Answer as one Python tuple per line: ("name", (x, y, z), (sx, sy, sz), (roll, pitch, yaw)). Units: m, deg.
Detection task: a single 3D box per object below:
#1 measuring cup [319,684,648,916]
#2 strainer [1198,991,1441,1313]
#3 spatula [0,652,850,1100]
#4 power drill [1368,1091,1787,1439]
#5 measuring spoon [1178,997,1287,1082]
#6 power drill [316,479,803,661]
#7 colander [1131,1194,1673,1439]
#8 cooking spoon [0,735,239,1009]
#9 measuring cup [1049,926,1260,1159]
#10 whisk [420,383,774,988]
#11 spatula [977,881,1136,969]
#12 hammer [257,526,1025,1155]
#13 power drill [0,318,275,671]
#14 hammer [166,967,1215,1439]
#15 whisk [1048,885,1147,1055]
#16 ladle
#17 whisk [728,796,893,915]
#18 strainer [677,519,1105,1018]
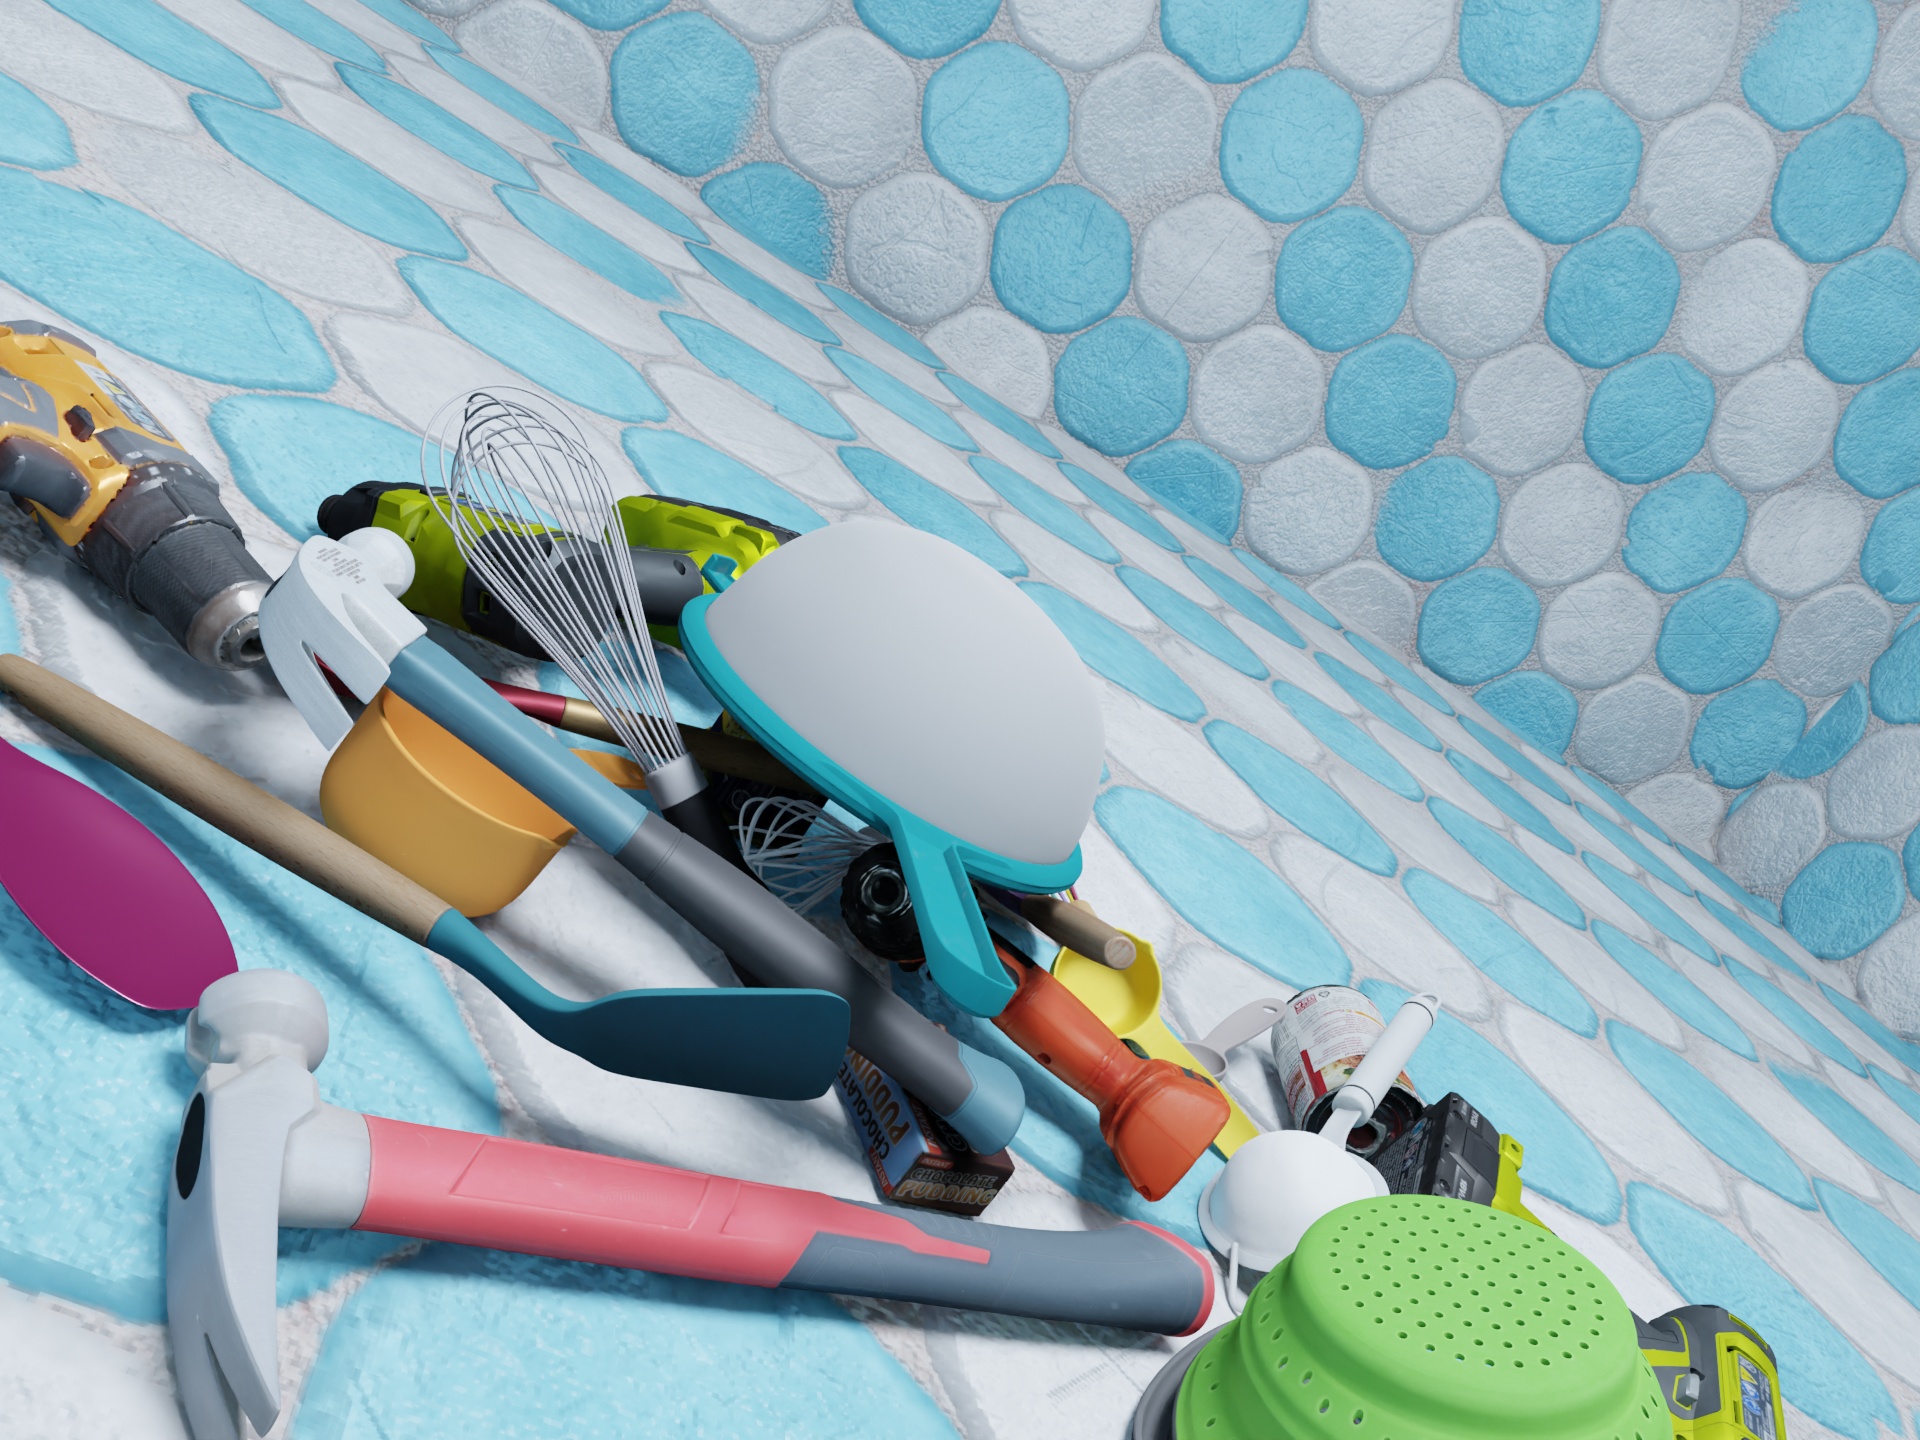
("measuring cup", (-0.178, 0.035, 0.629), (0.095, 0.052, 0.173), (44, 9, 16))
("strainer", (0.186, 0.190, 0.773), (0.087, 0.050, 0.258), (2, 19, 35))
("spatula", (-0.186, 0.049, 0.526), (0.317, 0.082, 0.044), (28, 54, 8))
("power drill", (0.290, 0.302, 0.746), (0.228, 0.080, 0.190), (40, 28, 5))
("measuring spoon", (0.148, 0.177, 0.870), (0.034, 0.018, 0.124), (22, 21, 31))
("power drill", (-0.193, -0.078, 0.804), (0.171, 0.080, 0.223), (20, 11, 29))
("colander", (0.130, 0.247, 0.466), (0.204, 0.094, 0.397), (10, 18, 22))
("cooking spoon", (-0.338, -0.016, 0.511), (0.319, 0.017, 0.068), (41, 10, 16))
("measuring cup", (0.104, 0.173, 0.810), (0.156, 0.062, 0.029), (50, -18, 4))
("whisk", (-0.129, -0.005, 0.644), (0.284, 0.070, 0.070), (63, 16, -8))
("spatula", (0.042, 0.092, 0.747), (0.059, 0.018, 0.316), (34, -5, -5))
("hammer", (-0.109, 0.049, 0.579), (0.331, 0.033, 0.128), (39, 10, -10))
("power drill", (-0.354, -0.097, 0.556), (0.185, 0.084, 0.226), (43, 5, 18))
("hammer", (-0.049, 0.179, 0.511), (0.386, 0.038, 0.143), (22, 23, -35))
("whisk", (0.055, 0.092, 0.911), (0.051, 0.047, 0.245), (22, 25, -39))
("ladle", (-0.153, 0.001, 0.710), (0.315, 0.031, 0.069), (16, 22, -22))
("whisk", (-0.047, 0.064, 0.786), (0.246, 0.059, 0.058), (5, 75, -67))
("strainer", (-0.001, -0.002, 0.640), (0.211, 0.095, 0.341), (31, 13, -18))
